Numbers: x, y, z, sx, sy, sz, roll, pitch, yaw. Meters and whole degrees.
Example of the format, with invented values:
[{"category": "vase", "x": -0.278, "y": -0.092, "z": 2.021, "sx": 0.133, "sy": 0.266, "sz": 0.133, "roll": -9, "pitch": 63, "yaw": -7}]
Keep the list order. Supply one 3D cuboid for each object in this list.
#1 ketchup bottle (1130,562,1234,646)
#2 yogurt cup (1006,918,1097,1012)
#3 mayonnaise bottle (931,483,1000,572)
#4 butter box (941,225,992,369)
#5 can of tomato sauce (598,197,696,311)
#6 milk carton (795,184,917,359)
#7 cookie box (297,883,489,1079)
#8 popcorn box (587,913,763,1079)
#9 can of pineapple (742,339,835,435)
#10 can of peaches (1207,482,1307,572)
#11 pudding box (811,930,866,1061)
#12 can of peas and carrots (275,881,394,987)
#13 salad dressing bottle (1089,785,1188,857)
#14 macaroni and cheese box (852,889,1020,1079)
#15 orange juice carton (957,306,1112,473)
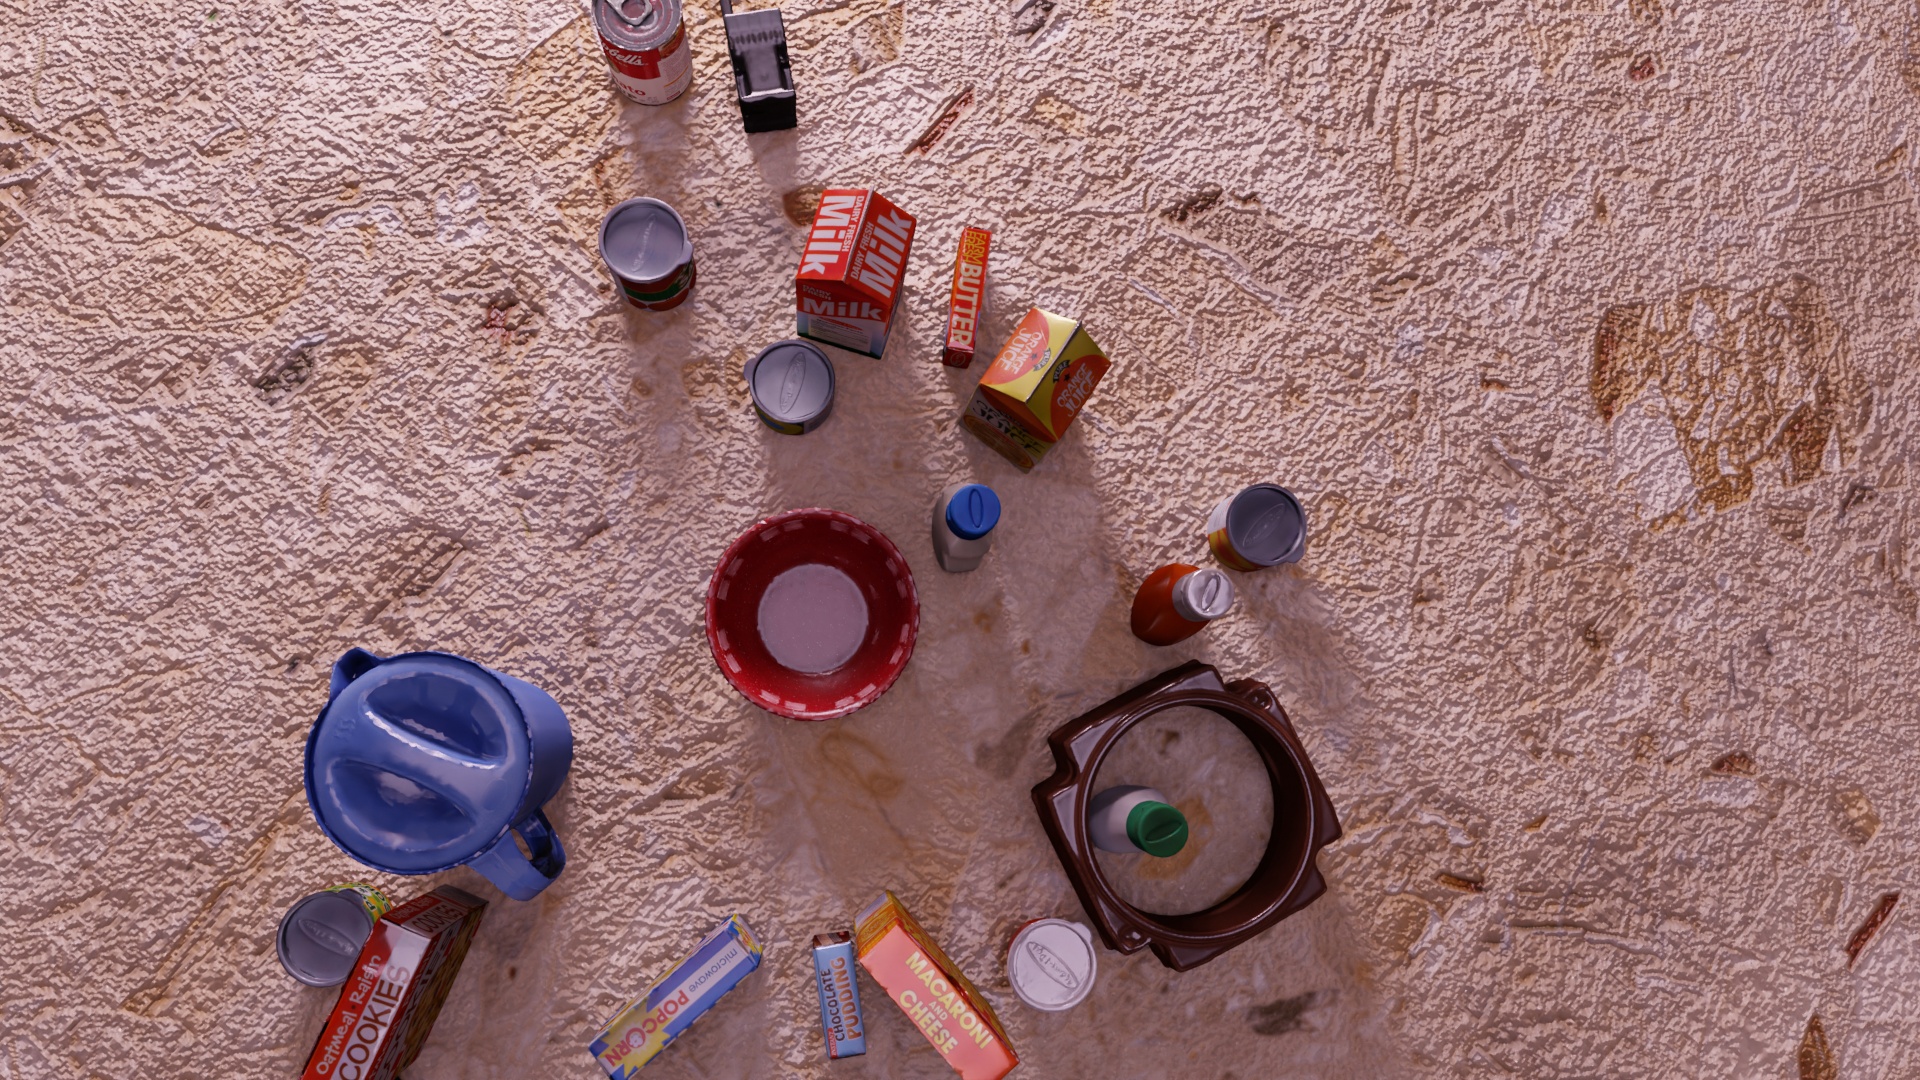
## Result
[{"category": "ketchup bottle", "x": 0.168, "y": 0.046, "z": 1.054, "sx": 0.043, "sy": 0.148, "sz": 0.065, "roll": 23, "pitch": 81, "yaw": -3}, {"category": "yogurt cup", "x": 0.066, "y": 0.319, "z": 1.056, "sx": 0.072, "sy": 0.054, "sz": 0.072, "roll": 1, "pitch": 83, "yaw": -6}, {"category": "mayonnaise bottle", "x": 0.004, "y": -0.013, "z": 1.045, "sx": 0.041, "sy": 0.148, "sz": 0.065, "roll": -4, "pitch": 84, "yaw": -6}, {"category": "butter box", "x": 0.004, "y": -0.195, "z": 1.117, "sx": 0.024, "sy": 0.053, "sz": 0.103, "roll": 9, "pitch": 82, "yaw": -5}, {"category": "can of tomato sauce", "x": -0.239, "y": -0.220, "z": 1.079, "sx": 0.071, "sy": 0.083, "sz": 0.071, "roll": 1, "pitch": 83, "yaw": -6}, {"category": "milk carton", "x": -0.079, "y": -0.201, "z": 1.039, "sx": 0.073, "sy": 0.190, "sz": 0.072, "roll": 16, "pitch": 82, "yaw": -4}, {"category": "cookie box", "x": -0.385, "y": 0.309, "z": 0.951, "sx": 0.040, "sy": 0.167, "sz": 0.123, "roll": 23, "pitch": 81, "yaw": -3}, {"category": "popcorn box", "x": -0.204, "y": 0.331, "z": 1.009, "sx": 0.127, "sy": 0.085, "sz": 0.038, "roll": -40, "pitch": 89, "yaw": -9}, {"category": "can of pineapple", "x": -0.133, "y": -0.120, "z": 1.090, "sx": 0.071, "sy": 0.058, "sz": 0.071, "roll": 1, "pitch": 83, "yaw": -6}, {"category": "can of peaches", "x": 0.239, "y": -0.007, "z": 1.115, "sx": 0.071, "sy": 0.058, "sz": 0.071, "roll": 1, "pitch": 83, "yaw": -6}, {"category": "pudding box", "x": -0.091, "y": 0.339, "z": 1.038, "sx": 0.030, "sy": 0.049, "sz": 0.084, "roll": -8, "pitch": 84, "yaw": -7}, {"category": "can of peas and carrots", "x": -0.448, "y": 0.281, "z": 1.003, "sx": 0.071, "sy": 0.058, "sz": 0.071, "roll": 1, "pitch": 83, "yaw": -6}, {"category": "salad dressing bottle", "x": 0.132, "y": 0.209, "z": 1.030, "sx": 0.064, "sy": 0.147, "sz": 0.044, "roll": -22, "pitch": 86, "yaw": -8}, {"category": "macaroni and cheese box", "x": -0.021, "y": 0.316, "z": 0.990, "sx": 0.040, "sy": 0.166, "sz": 0.124, "roll": -42, "pitch": 89, "yaw": -9}, {"category": "orange juice carton", "x": 0.055, "y": -0.113, "z": 1.041, "sx": 0.073, "sy": 0.192, "sz": 0.072, "roll": 36, "pitch": 81, "yaw": -1}]
